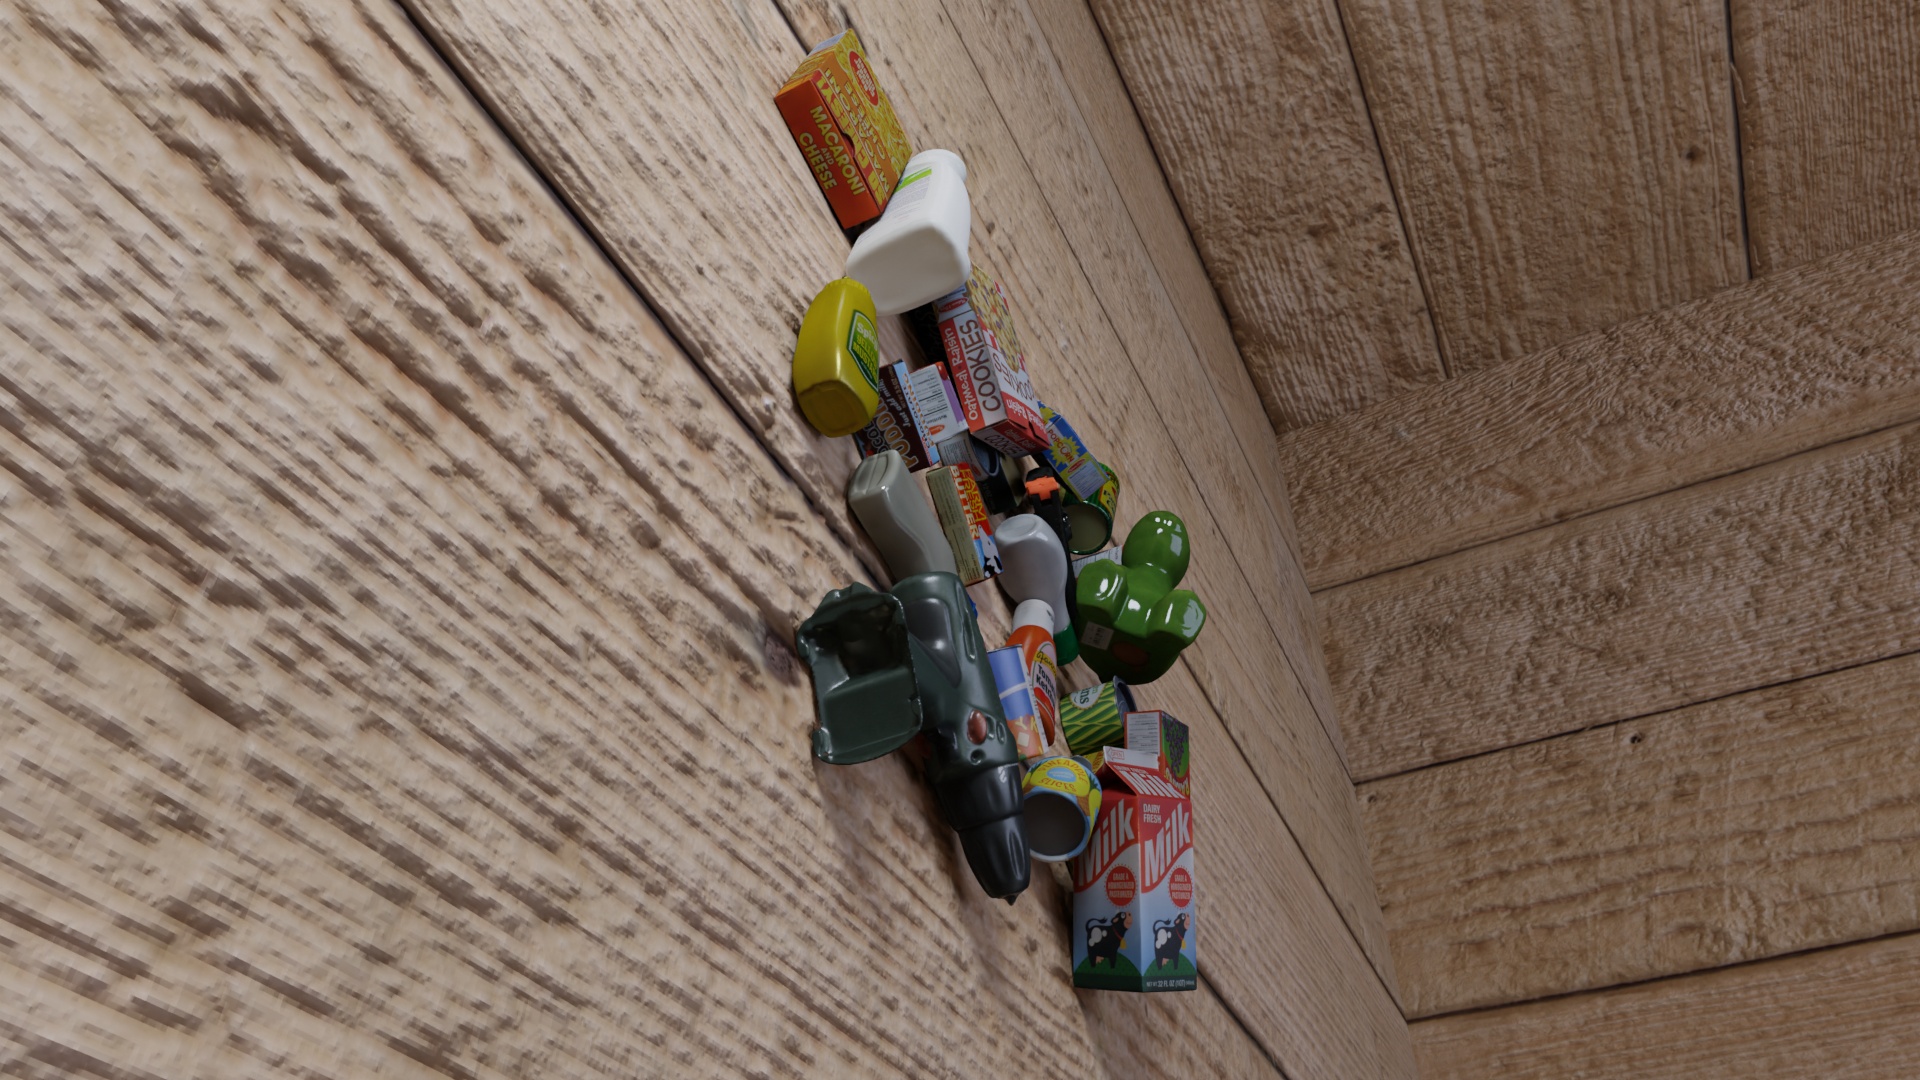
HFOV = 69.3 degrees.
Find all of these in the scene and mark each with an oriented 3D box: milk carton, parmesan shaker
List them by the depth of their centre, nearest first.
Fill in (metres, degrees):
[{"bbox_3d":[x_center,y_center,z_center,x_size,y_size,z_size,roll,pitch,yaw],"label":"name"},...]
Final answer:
[{"bbox_3d":[0.141,0.266,1.133,0.072,0.073,0.191,16,68,-42],"label":"milk carton"},{"bbox_3d":[0.134,-0.033,1.490,0.071,0.071,0.103,64,21,-21],"label":"parmesan shaker"}]

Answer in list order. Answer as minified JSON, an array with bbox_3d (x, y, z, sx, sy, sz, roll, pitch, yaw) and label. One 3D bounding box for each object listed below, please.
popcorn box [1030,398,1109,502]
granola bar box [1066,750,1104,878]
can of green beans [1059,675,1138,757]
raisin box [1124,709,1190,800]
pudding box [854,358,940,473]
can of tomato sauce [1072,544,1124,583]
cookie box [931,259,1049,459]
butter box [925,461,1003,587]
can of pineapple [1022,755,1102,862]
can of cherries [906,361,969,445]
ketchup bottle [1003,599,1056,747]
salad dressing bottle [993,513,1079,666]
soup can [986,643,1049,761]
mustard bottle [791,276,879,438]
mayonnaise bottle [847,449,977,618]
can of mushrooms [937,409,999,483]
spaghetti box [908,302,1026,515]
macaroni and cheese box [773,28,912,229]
[{"bbox_3d":[0.089,-0.095,1.365,0.085,0.038,0.127,51,-1,-24],"label":"popcorn box"},{"bbox_3d":[0.134,0.285,1.236,0.165,0.039,0.124,69,20,-6],"label":"granola bar box"},{"bbox_3d":[0.132,0.169,1.307,0.071,0.058,0.071,54,26,-42],"label":"can of green beans"},{"bbox_3d":[0.181,0.223,1.264,0.086,0.040,0.124,37,51,-59],"label":"raisin box"},{"bbox_3d":[-0.054,-0.089,1.044,0.030,0.049,0.083,-42,113,-71],"label":"pudding box"},{"bbox_3d":[0.161,0.044,1.462,0.071,0.083,0.071,54,26,-42],"label":"can of tomato sauce"},{"bbox_3d":[0.025,-0.165,1.247,0.123,0.040,0.167,20,52,-68],"label":"cookie box"},{"bbox_3d":[0.004,-0.015,1.176,0.053,0.024,0.103,-15,87,-70],"label":"butter box"},{"bbox_3d":[0.076,0.211,1.098,0.071,0.071,0.058,68,20,-11],"label":"can of pineapple"},{"bbox_3d":[-0.035,-0.103,1.091,0.058,0.071,0.072,68,19,-8],"label":"can of cherries"},{"bbox_3d":[0.058,0.109,1.183,0.064,0.043,0.149,60,21,-29],"label":"ketchup bottle"},{"bbox_3d":[0.072,0.047,1.259,0.044,0.064,0.147,-95,167,-59],"label":"salad dressing bottle"},{"bbox_3d":[0.022,0.127,1.039,0.071,0.071,0.084,9,65,-69],"label":"soup can"},{"bbox_3d":[-0.087,-0.147,1.009,0.161,0.049,0.065,-90,155,-43],"label":"mustard bottle"},{"bbox_3d":[-0.033,0.008,1.030,0.065,0.041,0.147,-78,145,-54],"label":"mayonnaise bottle"},{"bbox_3d":[0.006,-0.084,1.232,0.071,0.033,0.071,53,26,-41],"label":"can of mushrooms"},{"bbox_3d":[0.000,-0.145,1.278,0.050,0.028,0.249,-56,126,-68],"label":"spaghetti box"},{"bbox_3d":[-0.096,-0.356,1.190,0.123,0.040,0.167,61,22,-27],"label":"macaroni and cheese box"}]
